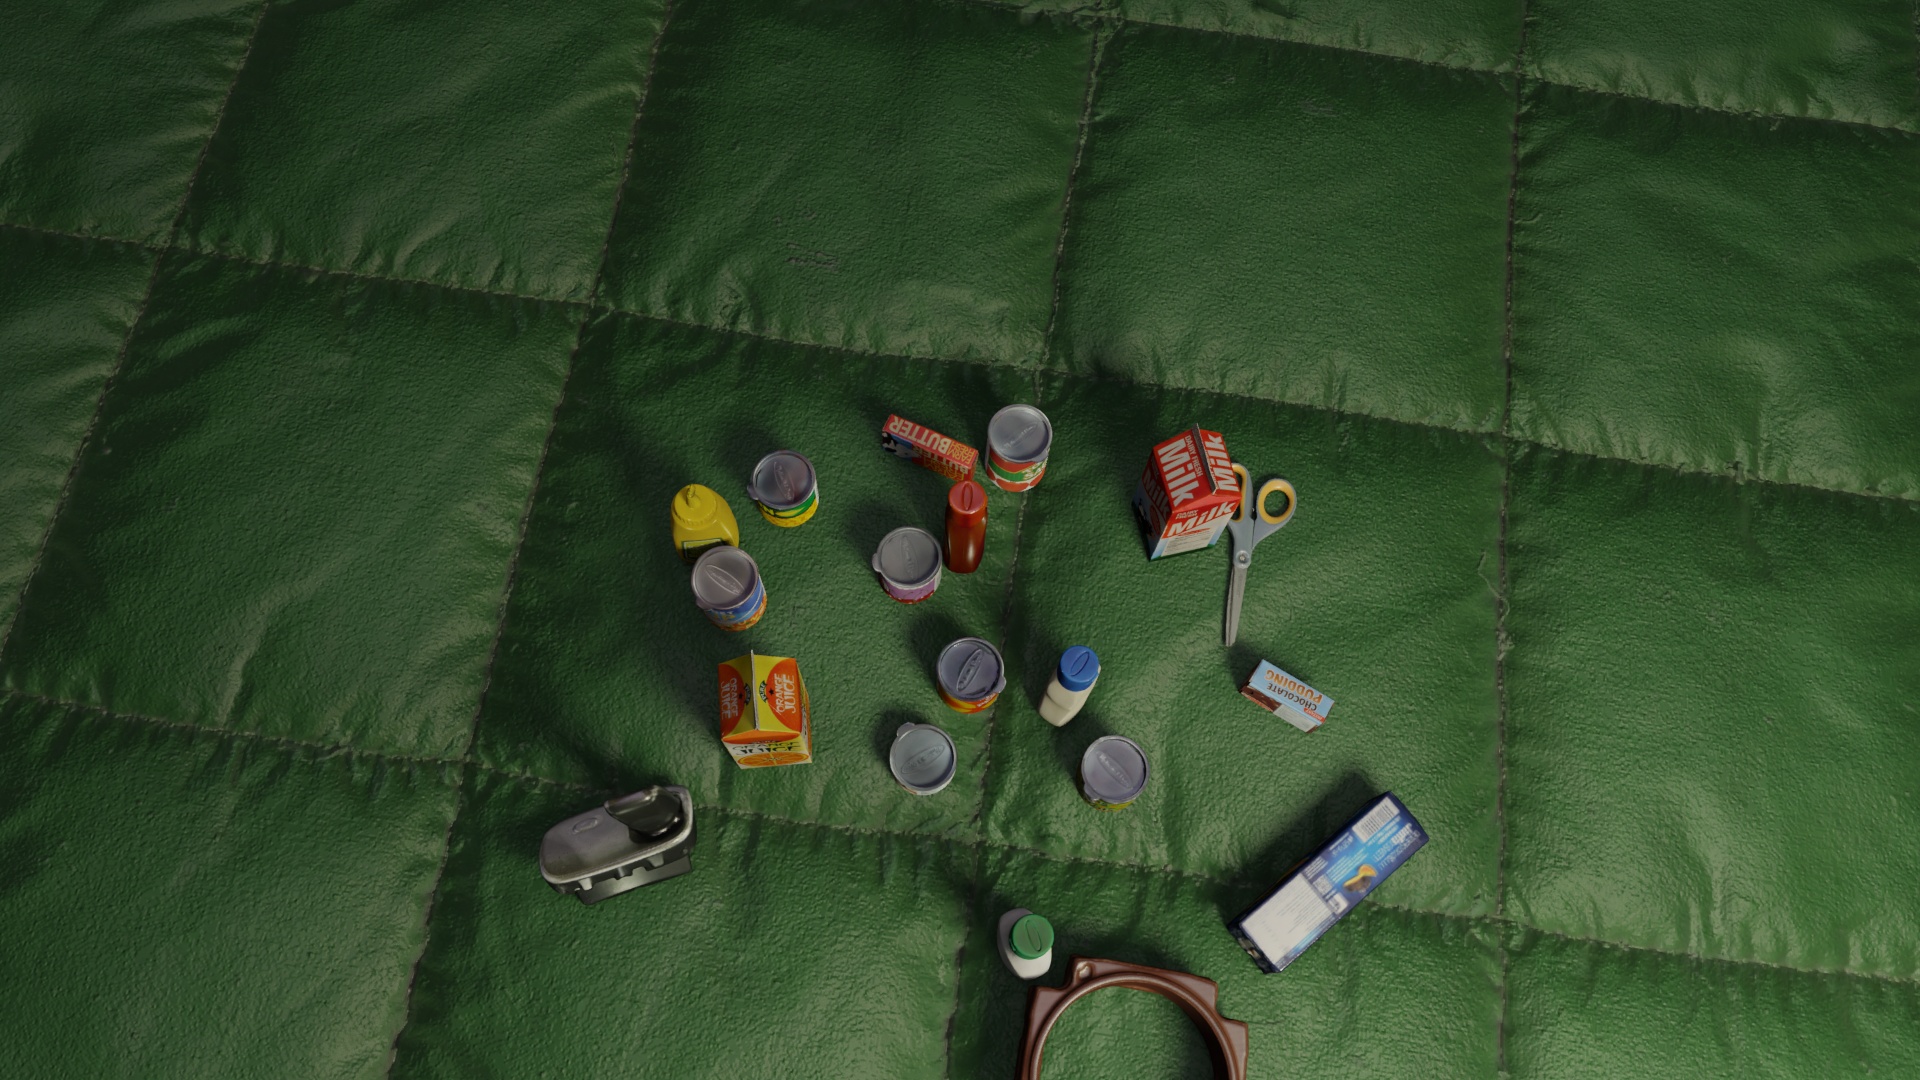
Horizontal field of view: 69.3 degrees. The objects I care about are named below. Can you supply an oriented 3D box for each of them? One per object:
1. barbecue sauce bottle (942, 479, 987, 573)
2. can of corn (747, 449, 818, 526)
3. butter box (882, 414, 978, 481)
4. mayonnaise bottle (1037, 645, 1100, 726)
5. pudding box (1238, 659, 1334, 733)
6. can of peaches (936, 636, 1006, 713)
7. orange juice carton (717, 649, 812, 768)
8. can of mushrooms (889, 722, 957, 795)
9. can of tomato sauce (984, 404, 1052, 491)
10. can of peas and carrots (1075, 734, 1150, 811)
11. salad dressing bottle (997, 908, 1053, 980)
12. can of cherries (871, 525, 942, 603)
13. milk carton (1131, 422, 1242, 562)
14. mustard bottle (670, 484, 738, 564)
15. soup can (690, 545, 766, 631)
[{"bbox_3d":[0.005,-0.017,1.390,0.044,0.148,0.065,4,70,0],"label":"barbecue sauce bottle"},{"bbox_3d":[-0.184,-0.052,1.444,0.071,0.058,0.071,1,70,-2],"label":"can of corn"},{"bbox_3d":[-0.032,-0.095,1.467,0.103,0.053,0.024,23,72,7],"label":"butter box"},{"bbox_3d":[0.107,0.136,1.338,0.041,0.147,0.065,34,73,10],"label":"mayonnaise bottle"},{"bbox_3d":[0.325,0.157,1.389,0.084,0.049,0.030,30,72,9],"label":"pudding box"},{"bbox_3d":[0.011,0.136,1.382,0.071,0.058,0.071,1,70,-2],"label":"can of peaches"},{"bbox_3d":[-0.182,0.159,1.296,0.073,0.192,0.072,-4,71,-3],"label":"orange juice carton"},{"bbox_3d":[-0.038,0.214,1.365,0.071,0.033,0.071,1,70,-2],"label":"can of mushrooms"},{"bbox_3d":[0.061,-0.094,1.454,0.071,0.082,0.071,1,70,-2],"label":"can of tomato sauce"},{"bbox_3d":[0.146,0.229,1.352,0.071,0.058,0.071,1,70,-2],"label":"can of peas and carrots"},{"bbox_3d":[0.060,0.362,1.254,0.044,0.147,0.064,-20,72,-8],"label":"salad dressing bottle"},{"bbox_3d":[-0.055,0.025,1.420,0.071,0.058,0.072,1,70,-2],"label":"can of cherries"},{"bbox_3d":[0.227,-0.048,1.386,0.073,0.190,0.072,-12,71,-6],"label":"milk carton"},{"bbox_3d":[-0.258,-0.020,1.376,0.065,0.159,0.049,-7,71,-4],"label":"mustard bottle"},{"bbox_3d":[-0.233,0.051,1.391,0.071,0.083,0.071,1,70,-2],"label":"soup can"}]
